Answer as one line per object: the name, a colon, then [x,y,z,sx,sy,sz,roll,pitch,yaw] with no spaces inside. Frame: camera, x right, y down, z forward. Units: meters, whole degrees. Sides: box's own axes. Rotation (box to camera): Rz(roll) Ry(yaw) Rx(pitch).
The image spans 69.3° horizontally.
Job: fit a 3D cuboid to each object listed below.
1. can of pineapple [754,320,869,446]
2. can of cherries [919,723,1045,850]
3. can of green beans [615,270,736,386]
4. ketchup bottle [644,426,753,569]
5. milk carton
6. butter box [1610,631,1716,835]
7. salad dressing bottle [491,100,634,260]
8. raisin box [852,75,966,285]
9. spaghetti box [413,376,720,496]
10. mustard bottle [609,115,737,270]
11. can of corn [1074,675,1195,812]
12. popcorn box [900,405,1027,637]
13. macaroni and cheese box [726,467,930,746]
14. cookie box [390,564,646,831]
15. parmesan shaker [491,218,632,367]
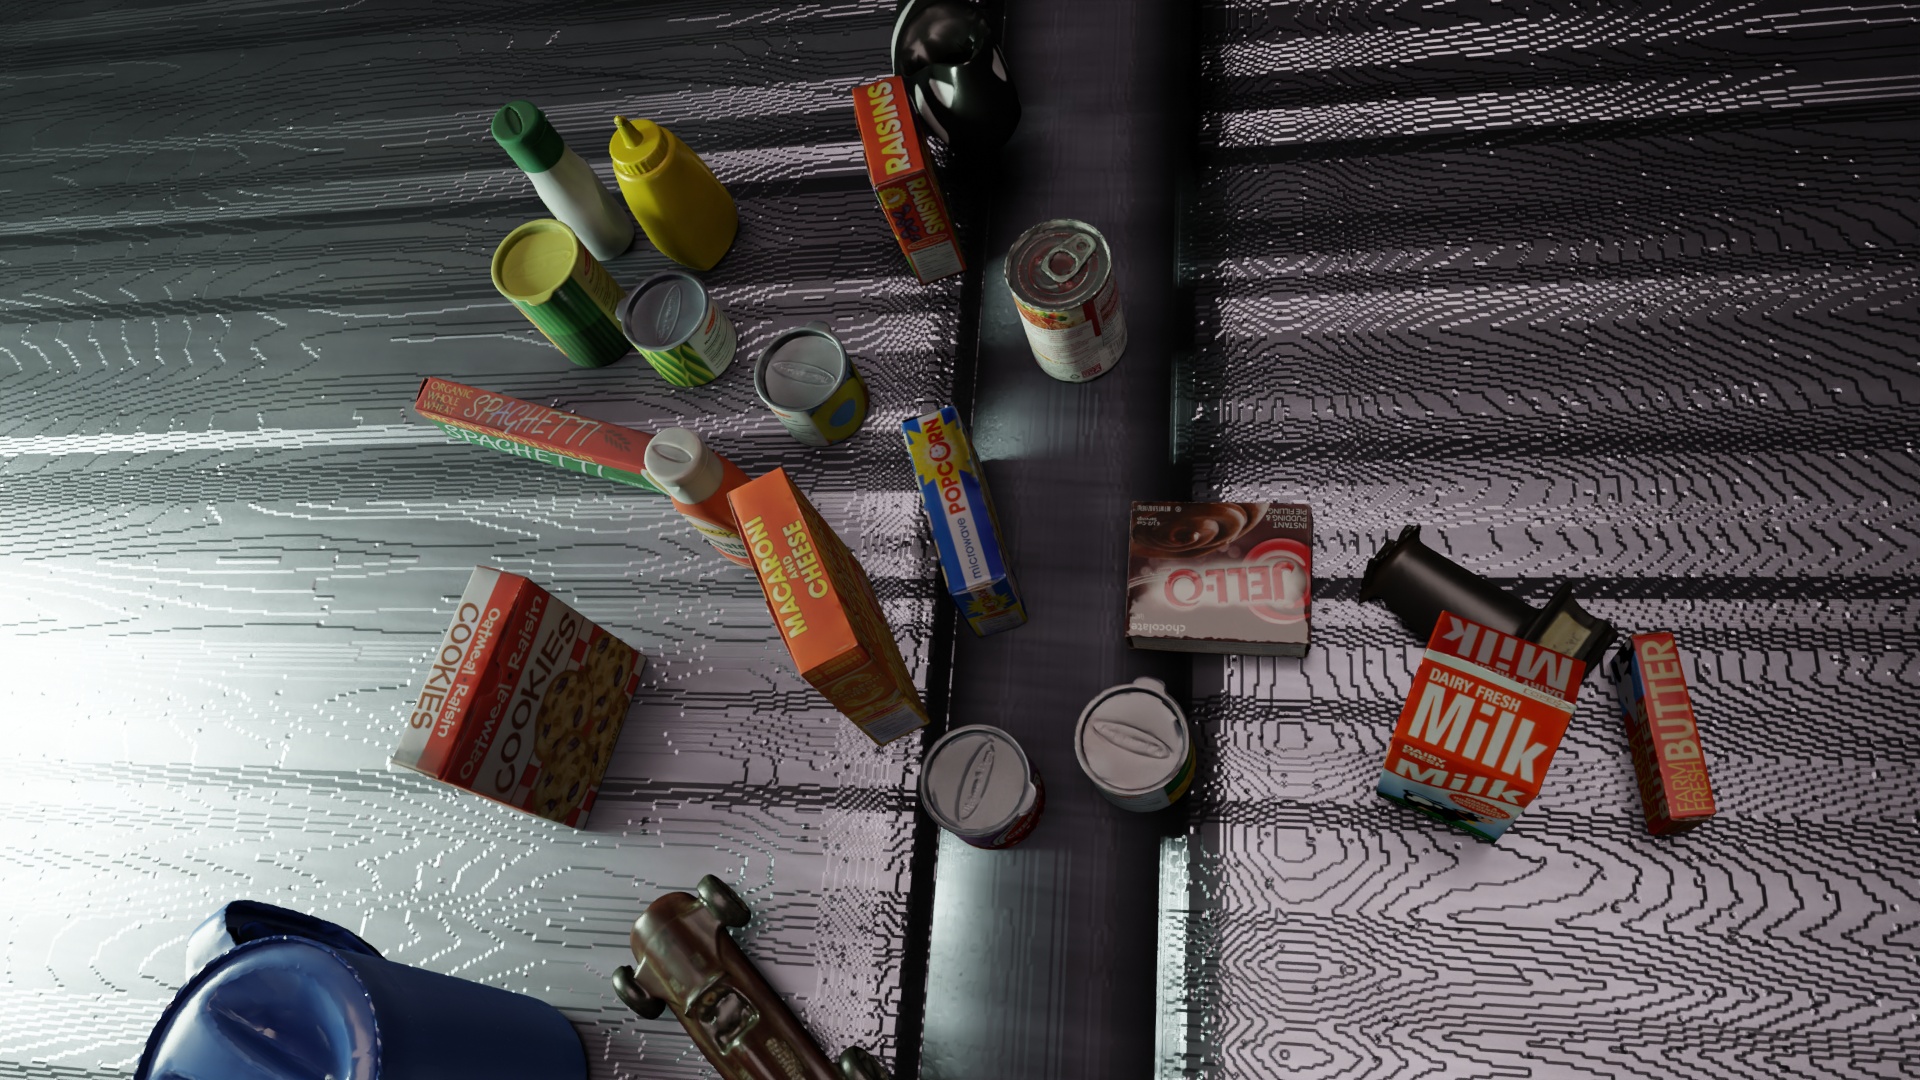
can of pineapple: [-0.101,-0.108,0.965,0.071,0.057,0.071,-5,67,12]
can of cherries: [0.016,0.150,0.830,0.071,0.058,0.072,-5,67,12]
can of green beans: [-0.203,-0.153,1.008,0.071,0.057,0.071,-5,67,12]
ketchup bottle: [-0.156,-0.026,0.894,0.065,0.148,0.043,17,74,19]
milk carton: [0.267,0.096,0.720,0.072,0.190,0.073,21,75,20]
butter box: [0.385,0.107,0.764,0.024,0.053,0.104,-7,67,11]
salad dressing bottle: [-0.292,-0.264,1.025,0.044,0.147,0.064,-28,65,1]
raisin box: [-0.035,-0.250,0.972,0.040,0.123,0.086,-16,66,7]
spaghetti box: [-0.278,-0.071,0.996,0.250,0.050,0.029,15,73,18]
mustard bottle: [-0.212,-0.258,0.997,0.049,0.159,0.065,24,76,21]
can of corn: [0.105,0.121,0.821,0.071,0.058,0.071,-5,67,12]
popcorn box: [0.003,-0.011,0.885,0.038,0.085,0.127,-19,65,6]
macaroni and cheese box: [-0.077,0.045,0.836,0.040,0.166,0.124,-27,65,2]
cookie box: [-0.264,0.102,0.856,0.040,0.167,0.123,11,72,18]
parmesan shaker: [-0.285,-0.175,1.011,0.071,0.102,0.071,-5,67,12]
